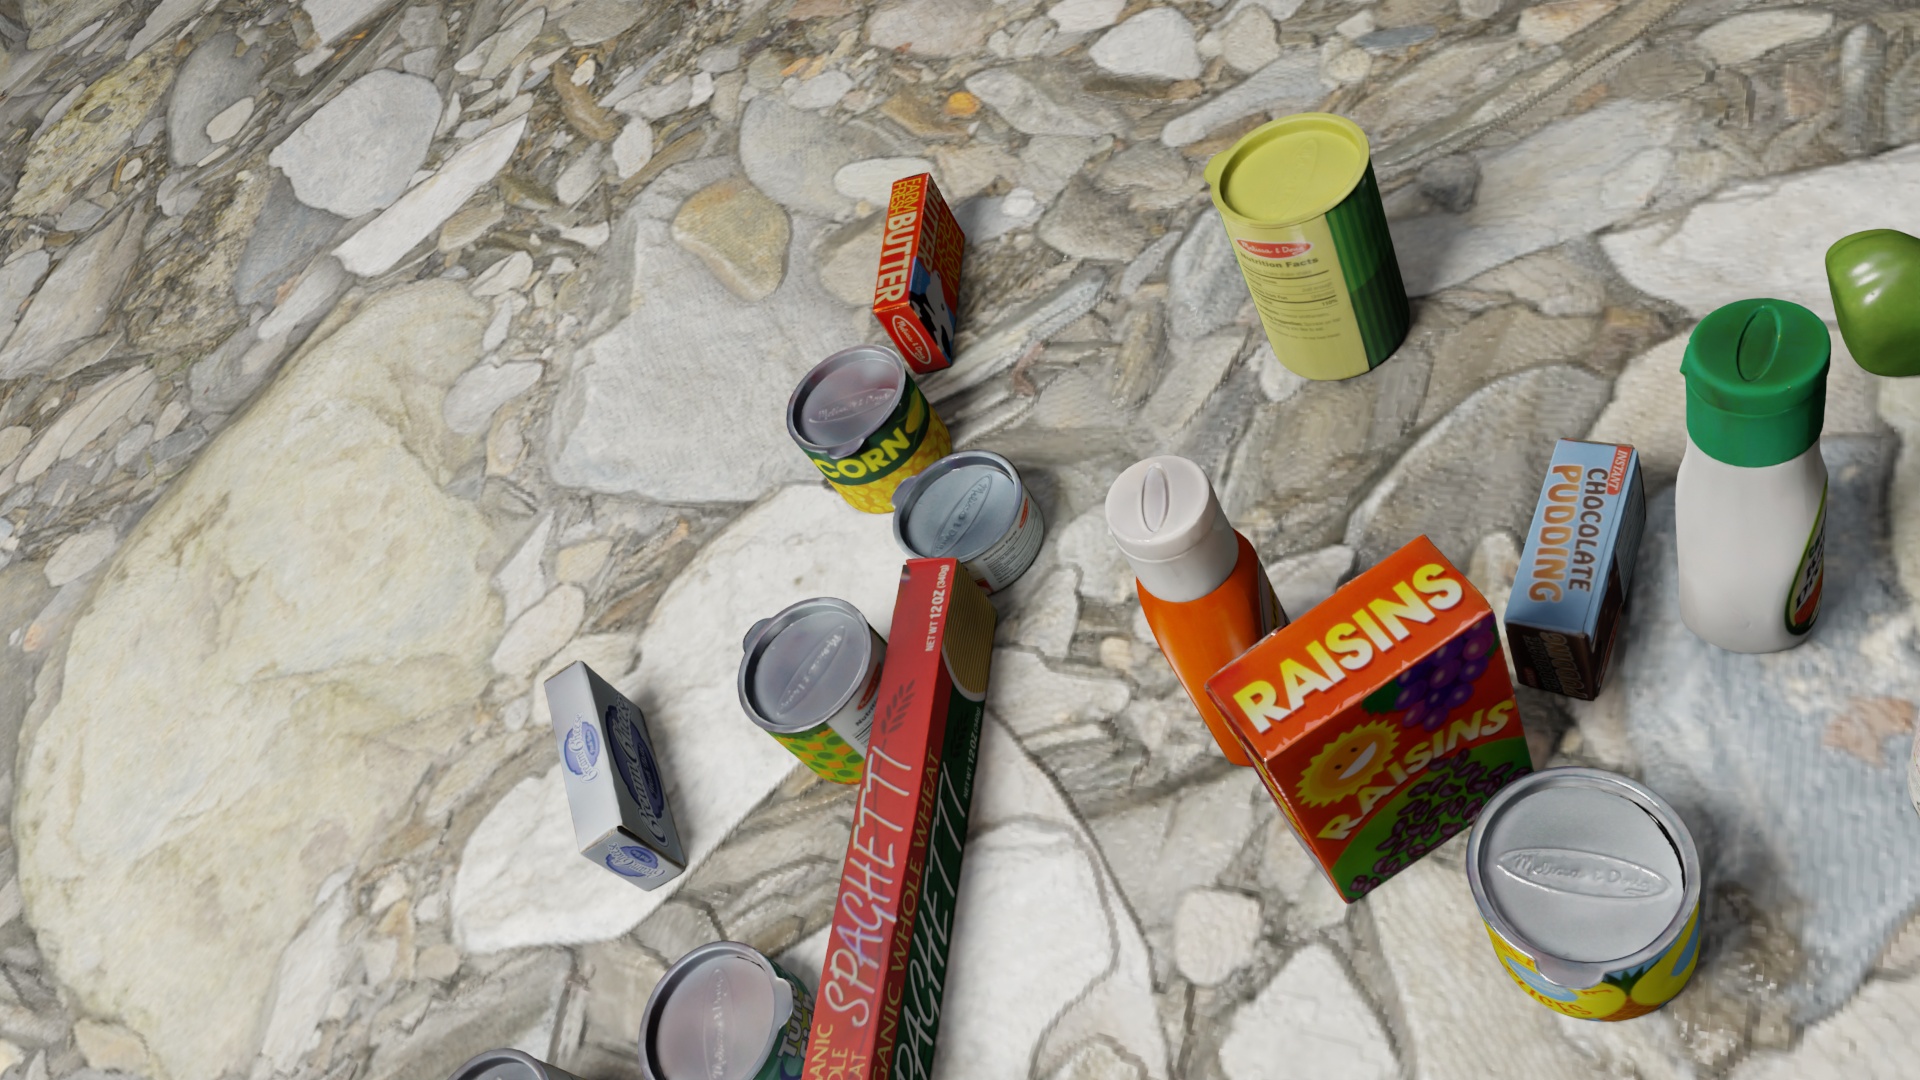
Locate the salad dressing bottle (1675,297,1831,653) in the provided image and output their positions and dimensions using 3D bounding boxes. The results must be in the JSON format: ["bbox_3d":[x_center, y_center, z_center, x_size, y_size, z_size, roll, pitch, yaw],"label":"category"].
[{"bbox_3d":[0.257,-0.017,0.450,0.044,0.147,0.064,11,64,34],"label":"salad dressing bottle"}]

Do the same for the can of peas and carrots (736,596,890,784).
[{"bbox_3d":[-0.058,0.067,0.620,0.071,0.058,0.071,-15,51,19],"label":"can of peas and carrots"}]

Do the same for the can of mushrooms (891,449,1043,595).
[{"bbox_3d":[0.002,-0.008,0.659,0.071,0.033,0.071,-15,51,19],"label":"can of mushrooms"}]

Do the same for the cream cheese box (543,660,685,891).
[{"bbox_3d":[-0.162,0.109,0.650,0.024,0.053,0.104,-33,48,4],"label":"cream cheese box"}]

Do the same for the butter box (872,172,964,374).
[{"bbox_3d":[-0.022,-0.147,0.761,0.024,0.053,0.104,-11,53,22],"label":"butter box"}]

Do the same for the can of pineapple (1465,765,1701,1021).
[{"bbox_3d":[0.199,0.115,0.445,0.071,0.057,0.071,-15,51,19],"label":"can of pineapple"}]

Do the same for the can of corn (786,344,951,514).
[{"bbox_3d":[-0.045,-0.053,0.702,0.071,0.058,0.071,-15,51,19],"label":"can of corn"}]

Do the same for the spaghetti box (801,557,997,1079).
[{"bbox_3d":[-0.022,0.124,0.564,0.028,0.050,0.251,-7,54,25],"label":"spaghetti box"}]

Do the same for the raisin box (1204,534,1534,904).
[{"bbox_3d":[0.142,0.064,0.470,0.086,0.123,0.040,-34,48,3],"label":"raisin box"}]

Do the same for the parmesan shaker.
[{"bbox_3d":[0.155,-0.129,0.617,0.071,0.102,0.071,-15,52,19],"label":"parmesan shaker"}]

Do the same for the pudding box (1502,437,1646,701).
[{"bbox_3d":[0.228,0.010,0.512,0.030,0.049,0.084,10,62,34],"label":"pudding box"}]

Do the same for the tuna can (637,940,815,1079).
[{"bbox_3d":[-0.091,0.198,0.560,0.071,0.032,0.071,-15,51,19],"label":"tuna can"}]

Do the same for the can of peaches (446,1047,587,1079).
[{"bbox_3d":[-0.175,0.244,0.554,0.071,0.058,0.071,-15,51,19],"label":"can of peaches"}]

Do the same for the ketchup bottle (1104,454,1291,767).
[{"bbox_3d":[0.093,0.026,0.508,0.043,0.148,0.065,-11,53,22],"label":"ketchup bottle"}]
